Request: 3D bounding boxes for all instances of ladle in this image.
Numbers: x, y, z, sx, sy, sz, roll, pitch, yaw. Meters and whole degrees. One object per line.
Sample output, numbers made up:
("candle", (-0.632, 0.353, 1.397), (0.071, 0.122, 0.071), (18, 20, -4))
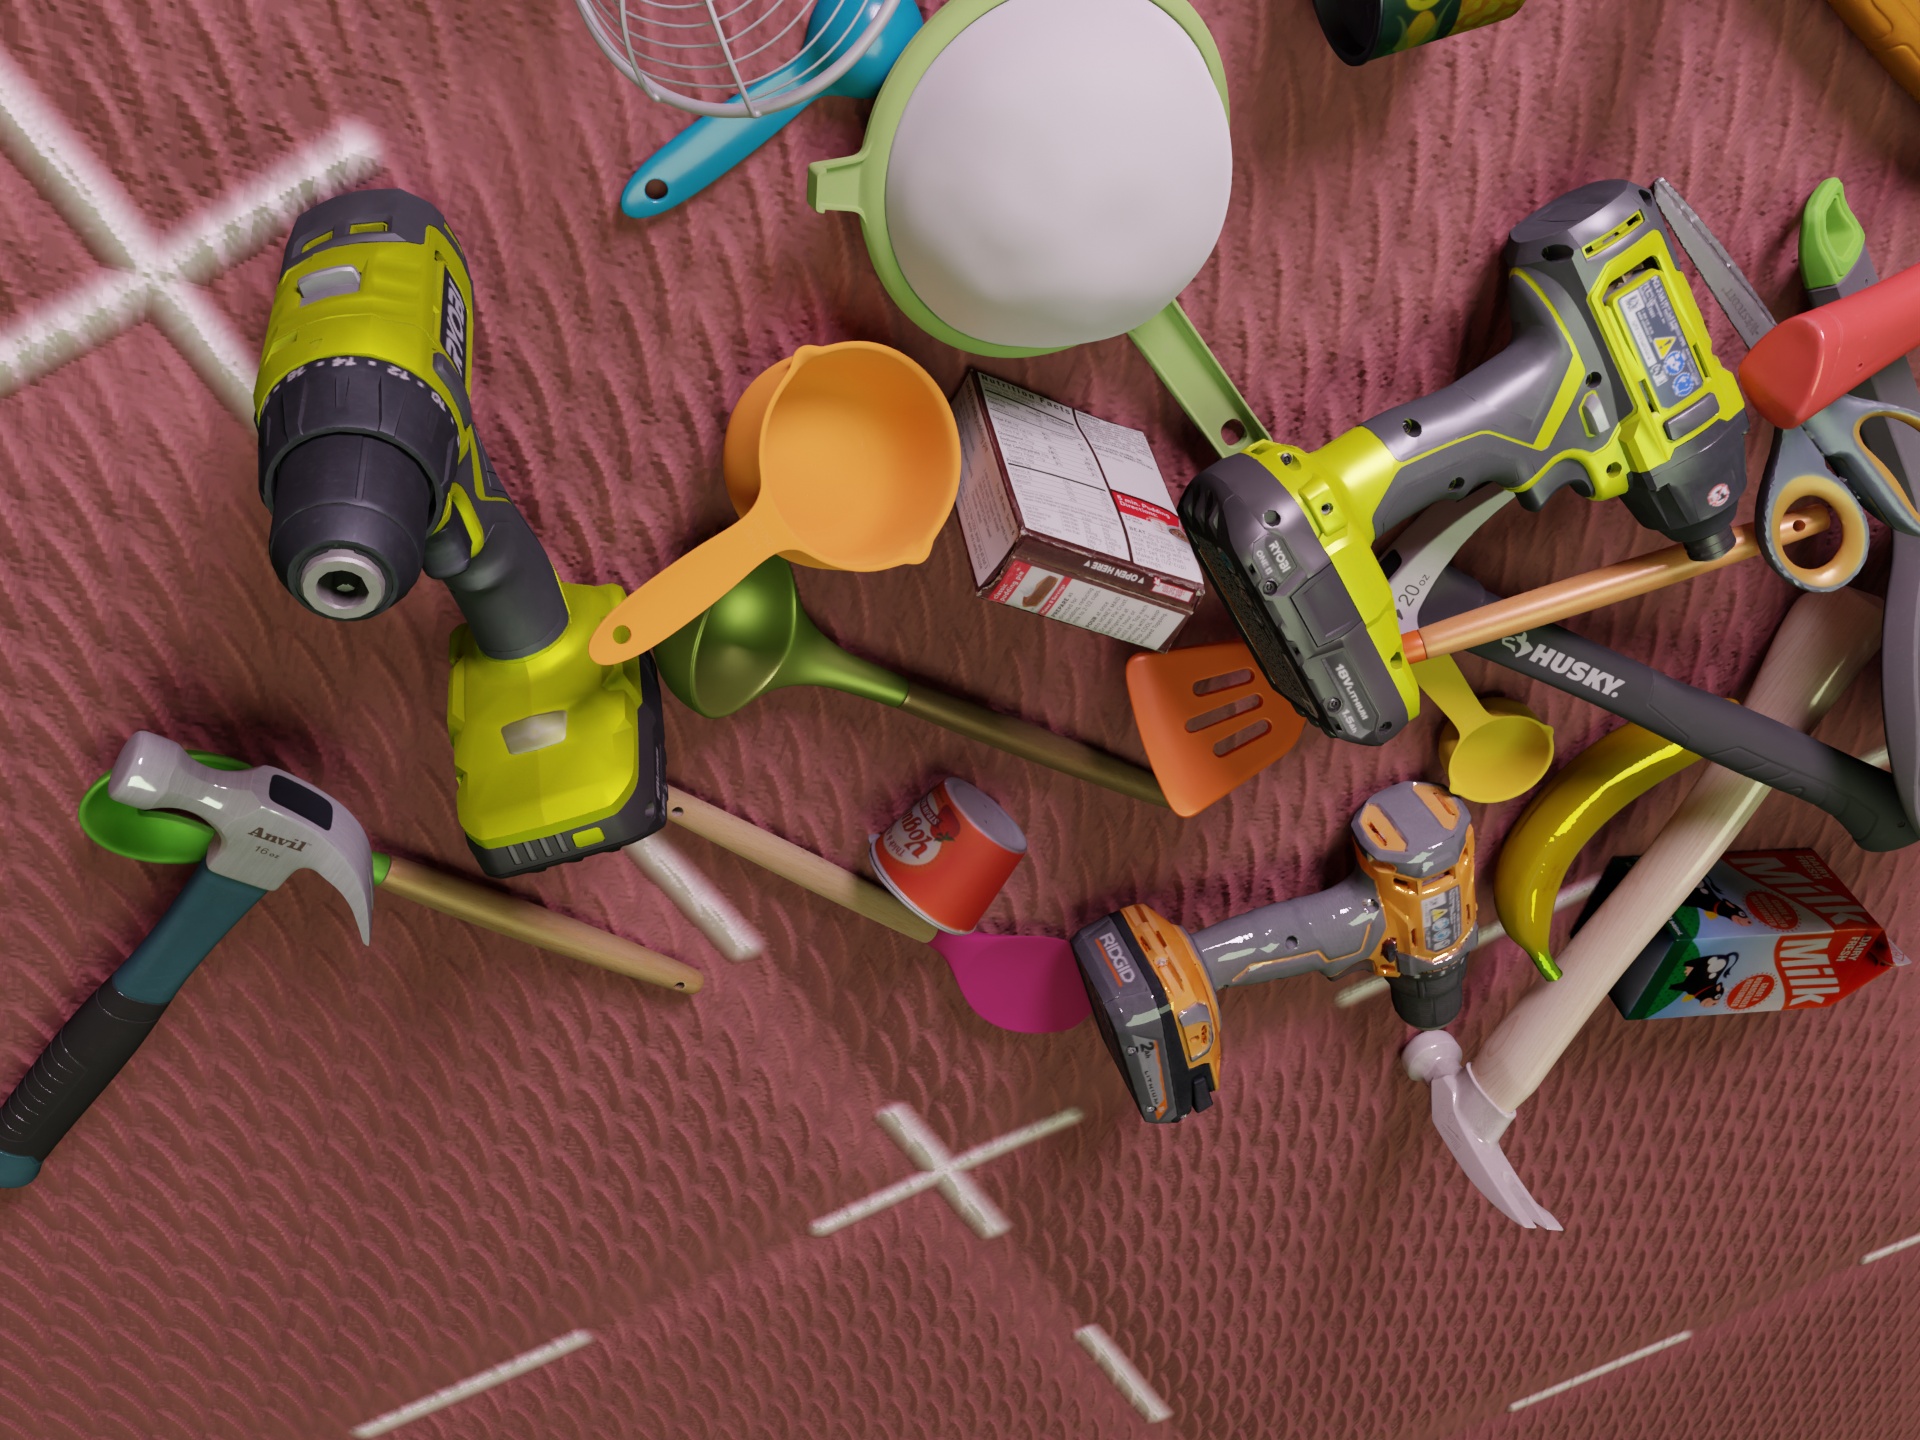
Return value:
("ladle", (-0.001, -0.002, 0.745), (0.320, 0.062, 0.078), (21, 91, -33))

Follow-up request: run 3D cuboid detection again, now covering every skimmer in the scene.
("skimmer", (0.051, -0.292, 0.519), (0.363, 0.090, 0.127), (-19, 93, -15))

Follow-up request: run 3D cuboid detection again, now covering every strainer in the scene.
("strainer", (0.072, -0.163, 0.611), (0.151, 0.069, 0.256), (-40, 133, 8))

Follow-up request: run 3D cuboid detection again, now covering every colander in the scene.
("colander", (0.496, -0.085, 0.743), (0.204, 0.094, 0.396), (-51, 120, -25))

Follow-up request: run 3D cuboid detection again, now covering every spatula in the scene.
("spatula", (0.238, -0.041, 0.733), (0.322, 0.041, 0.081), (-18, 93, 8))

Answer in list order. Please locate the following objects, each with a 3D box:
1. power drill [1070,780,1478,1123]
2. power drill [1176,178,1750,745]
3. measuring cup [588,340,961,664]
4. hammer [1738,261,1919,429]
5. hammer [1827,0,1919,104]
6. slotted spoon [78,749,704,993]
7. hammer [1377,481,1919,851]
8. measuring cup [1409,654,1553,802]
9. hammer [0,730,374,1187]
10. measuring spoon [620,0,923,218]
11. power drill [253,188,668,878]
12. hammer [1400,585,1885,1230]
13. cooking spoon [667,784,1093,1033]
("power drill", (0.191, 0.146, 0.909), (0.226, 0.084, 0.185), (-23, 132, -4))
("power drill", (0.221, -0.095, 0.675), (0.223, 0.080, 0.171), (-33, 111, 0))
("measuring cup", (-0.080, -0.077, 0.613), (0.173, 0.052, 0.095), (-40, 114, -20))
("hammer", (0.487, -0.221, 0.650), (0.359, 0.037, 0.149), (-31, 144, 4))
("hammer", (0.433, -0.248, 0.676), (0.336, 0.034, 0.127), (25, 118, -32))
("slotted spoon", (-0.254, 0.081, 0.761), (0.313, 0.031, 0.070), (28, 117, -35))
("hammer", (0.352, -0.013, 0.793), (0.334, 0.035, 0.146), (22, 117, -12))
("measuring cup", (0.255, -0.018, 0.831), (0.062, 0.029, 0.156), (-36, 118, 16))
("hammer", (-0.383, 0.128, 0.733), (0.128, 0.033, 0.331), (27, 125, -35))
("measuring spoon", (-0.068, -0.215, 0.565), (0.128, 0.021, 0.042), (-32, 130, 9))
("power drill", (-0.177, -0.048, 0.568), (0.080, 0.191, 0.228), (-15, 136, 0))
("hammer", (0.397, 0.108, 0.908), (0.038, 0.146, 0.410), (11, 121, -25))
("cooking spoon", (-0.035, 0.102, 0.846), (0.318, 0.017, 0.068), (31, 108, -35))
